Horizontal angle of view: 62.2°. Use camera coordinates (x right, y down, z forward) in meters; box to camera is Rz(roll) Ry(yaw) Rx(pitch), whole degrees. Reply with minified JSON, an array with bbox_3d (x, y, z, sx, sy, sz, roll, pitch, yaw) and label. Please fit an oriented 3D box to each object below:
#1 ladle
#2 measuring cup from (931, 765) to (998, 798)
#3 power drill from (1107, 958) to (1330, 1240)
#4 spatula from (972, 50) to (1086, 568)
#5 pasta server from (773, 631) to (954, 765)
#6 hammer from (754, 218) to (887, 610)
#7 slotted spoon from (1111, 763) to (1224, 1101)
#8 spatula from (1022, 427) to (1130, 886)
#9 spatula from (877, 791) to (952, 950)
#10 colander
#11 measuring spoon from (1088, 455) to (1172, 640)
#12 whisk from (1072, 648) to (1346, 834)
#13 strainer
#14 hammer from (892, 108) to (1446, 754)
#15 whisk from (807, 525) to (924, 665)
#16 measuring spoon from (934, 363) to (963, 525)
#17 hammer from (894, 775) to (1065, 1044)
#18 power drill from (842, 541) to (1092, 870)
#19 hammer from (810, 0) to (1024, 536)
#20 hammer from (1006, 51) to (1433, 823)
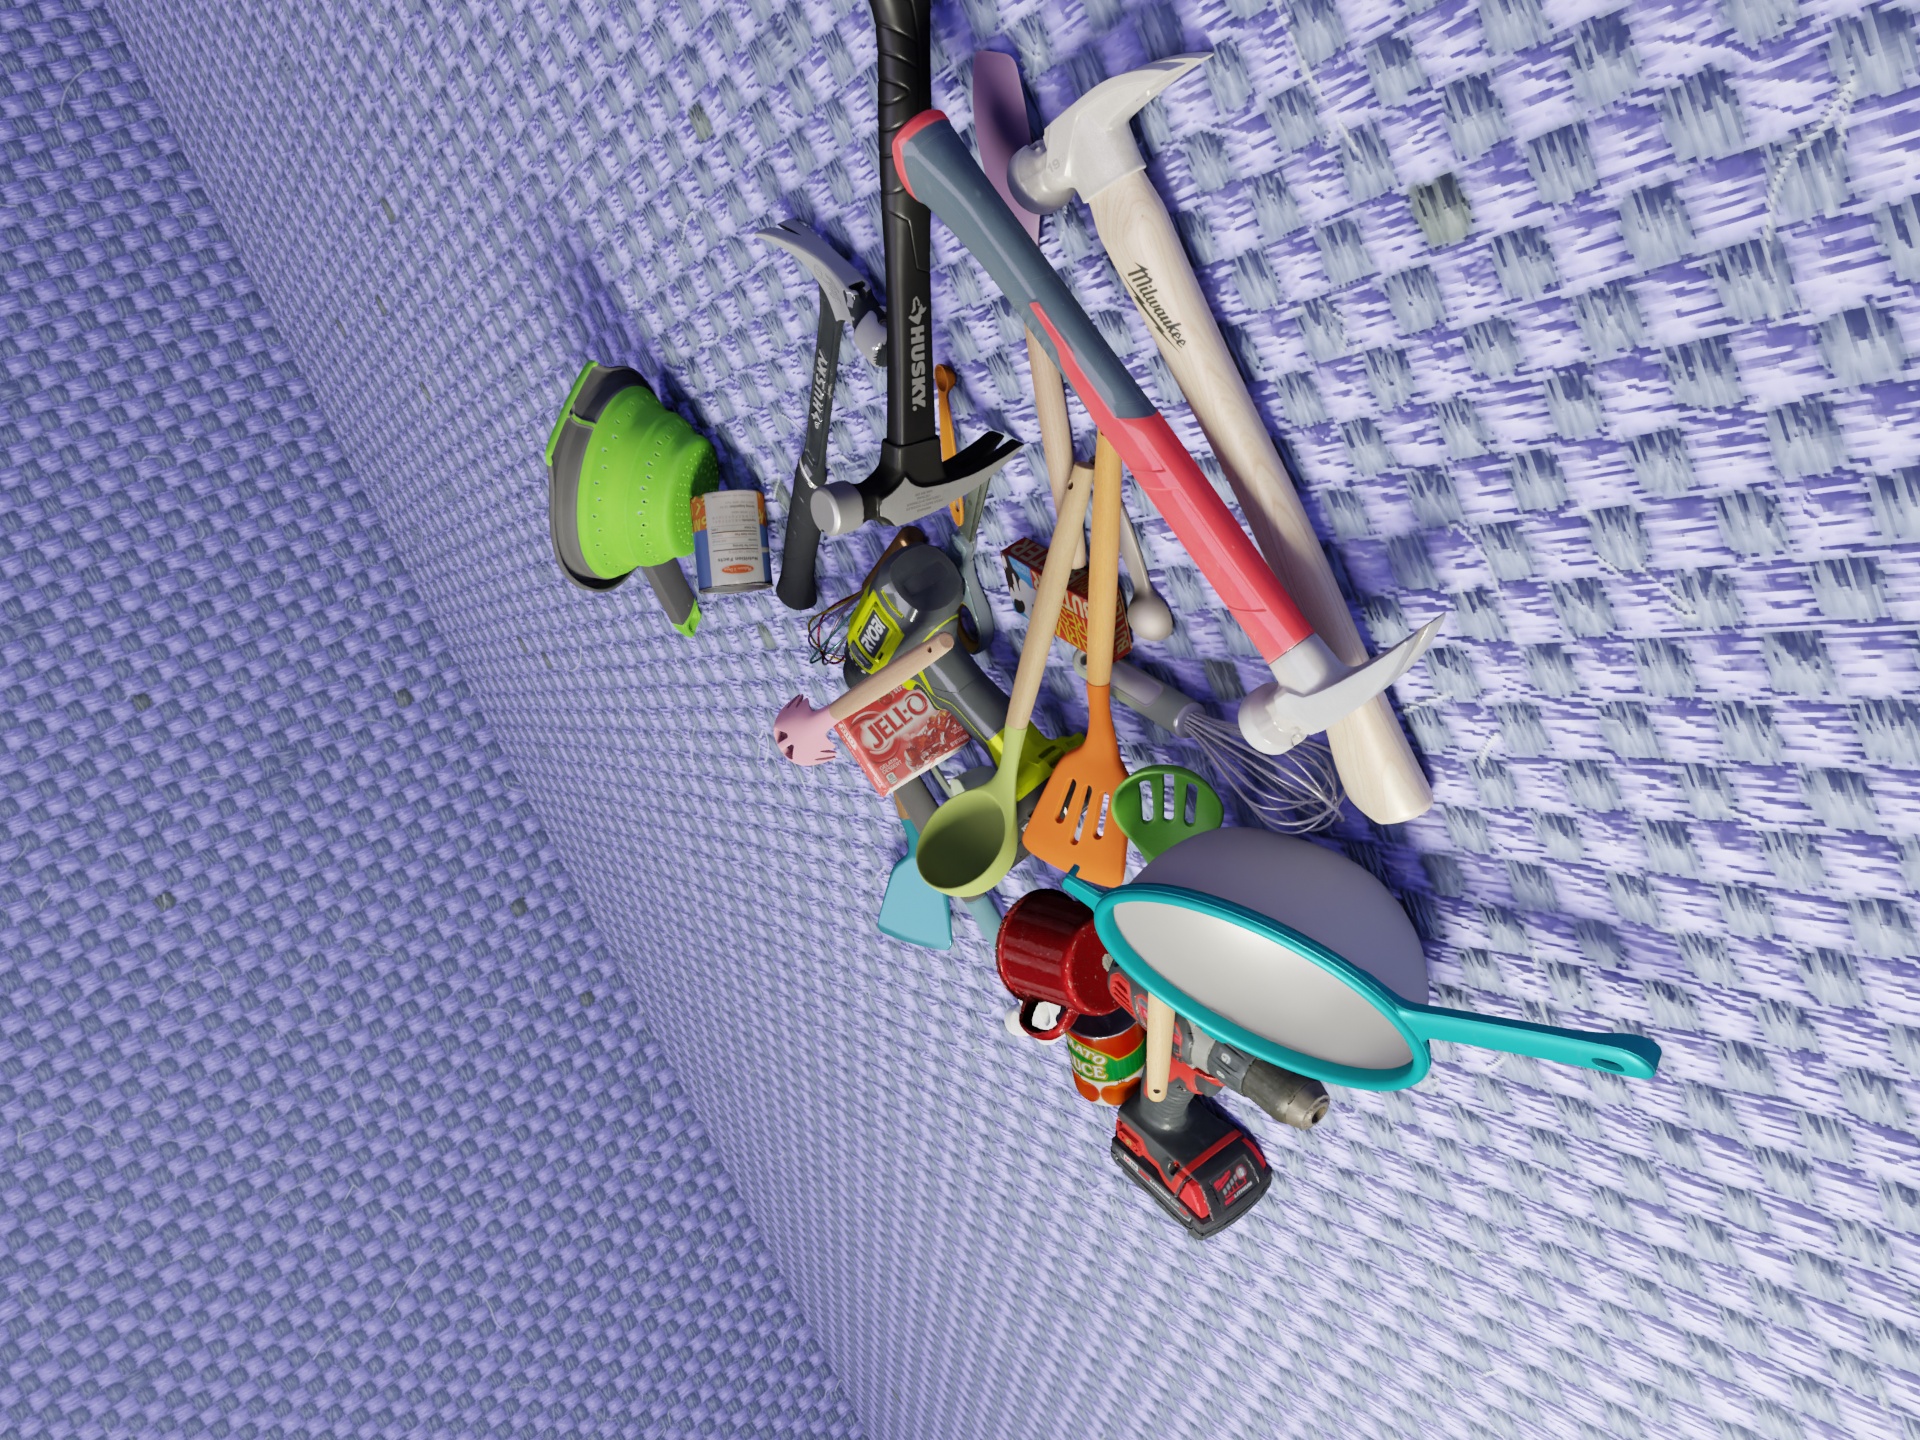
[{"bbox_3d":[0.032,-0.020,1.035,0.078,0.062,0.320,52,137,47],"label":"ladle"},{"bbox_3d":[0.010,0.055,1.316,0.168,0.038,0.083,49,162,58],"label":"measuring cup"},{"bbox_3d":[0.189,0.285,1.182,0.188,0.080,0.226,36,144,39],"label":"power drill"},{"bbox_3d":[0.045,-0.231,0.943,0.060,0.018,0.315,37,147,51],"label":"spatula"},{"bbox_3d":[-0.075,-0.018,1.189,0.060,0.040,0.316,60,149,-1],"label":"pasta server"},{"bbox_3d":[-0.118,-0.212,1.249,0.149,0.036,0.408,52,154,18],"label":"hammer"},{"bbox_3d":[0.134,0.147,1.060,0.070,0.031,0.313,4,127,10],"label":"slotted spoon"},{"bbox_3d":[0.082,-0.042,0.988,0.081,0.041,0.322,22,130,31],"label":"spatula"},{"bbox_3d":[-0.056,0.072,1.435,0.082,0.044,0.317,12,130,28],"label":"spatula"},{"bbox_3d":[-0.270,-0.175,1.501,0.094,0.205,0.396,13,158,12],"label":"colander"},{"bbox_3d":[0.099,-0.103,0.983,0.034,0.018,0.124,5,121,60],"label":"measuring spoon"},{"bbox_3d":[0.147,0.003,0.983,0.059,0.058,0.247,40,177,-42],"label":"whisk"},{"bbox_3d":[0.235,0.129,0.900,0.340,0.095,0.210,3,144,48],"label":"strainer"},{"bbox_3d":[0.092,-0.165,0.819,0.386,0.038,0.143,55,151,5],"label":"hammer"},{"bbox_3d":[-0.081,-0.099,1.296,0.047,0.051,0.245,62,153,8],"label":"whisk"},{"bbox_3d":[-0.004,-0.186,1.079,0.021,0.011,0.116,43,146,51],"label":"measuring spoon"},{"bbox_3d":[0.005,0.143,1.391,0.331,0.033,0.128,59,155,-9],"label":"hammer"},{"bbox_3d":[-0.002,-0.004,1.187,0.228,0.080,0.190,52,154,7],"label":"power drill"},{"bbox_3d":[-0.027,-0.280,0.935,0.035,0.146,0.334,32,133,44],"label":"hammer"},{"bbox_3d":[0.157,-0.132,0.825,0.146,0.038,0.410,-10,109,62],"label":"hammer"}]
